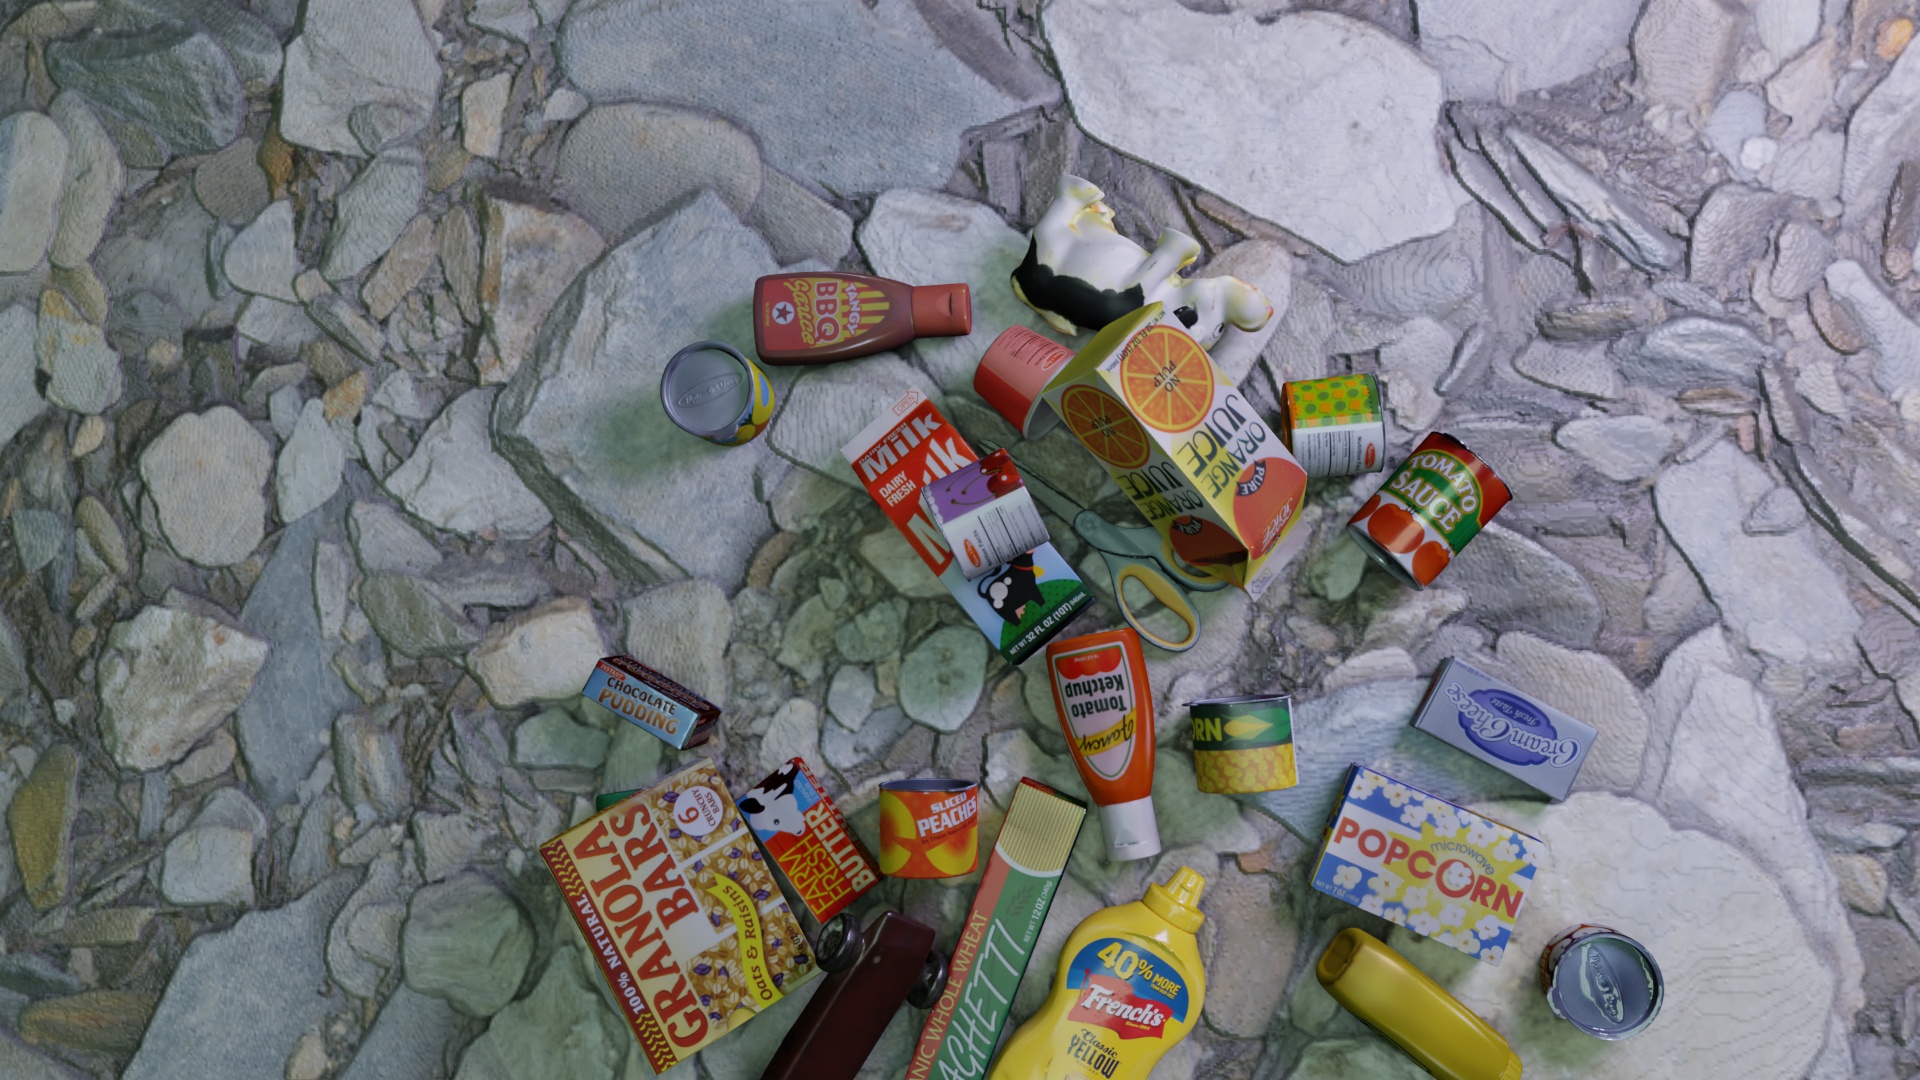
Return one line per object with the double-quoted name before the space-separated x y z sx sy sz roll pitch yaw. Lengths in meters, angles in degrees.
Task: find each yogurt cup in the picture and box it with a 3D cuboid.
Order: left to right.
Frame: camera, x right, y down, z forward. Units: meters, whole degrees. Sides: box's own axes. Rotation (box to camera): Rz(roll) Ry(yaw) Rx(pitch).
"yogurt cup" 0.046 -0.110 0.941 0.054 0.072 0.072 37 91 16

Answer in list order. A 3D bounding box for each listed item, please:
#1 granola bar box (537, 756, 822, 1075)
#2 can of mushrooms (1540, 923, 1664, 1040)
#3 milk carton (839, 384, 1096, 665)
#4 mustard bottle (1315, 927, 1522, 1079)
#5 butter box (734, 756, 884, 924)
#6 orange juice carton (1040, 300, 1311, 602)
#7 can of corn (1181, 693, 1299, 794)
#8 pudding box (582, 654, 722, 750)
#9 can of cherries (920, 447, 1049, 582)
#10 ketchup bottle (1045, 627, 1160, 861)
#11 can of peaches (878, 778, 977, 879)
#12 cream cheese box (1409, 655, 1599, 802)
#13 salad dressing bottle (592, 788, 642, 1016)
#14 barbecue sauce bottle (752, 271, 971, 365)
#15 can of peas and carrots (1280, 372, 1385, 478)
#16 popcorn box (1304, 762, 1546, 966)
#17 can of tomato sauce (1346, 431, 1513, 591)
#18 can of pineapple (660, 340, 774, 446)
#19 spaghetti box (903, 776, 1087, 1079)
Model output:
"granola bar box" -0.185 0.245 0.919 0.124 0.039 0.165 -28 89 -20
"can of mushrooms" 0.402 0.279 0.878 0.071 0.033 0.071 0 86 7
"milk carton" 0.003 -0.012 0.932 0.072 0.073 0.191 -41 82 2
"mustard bottle" 0.301 0.311 0.874 0.160 0.065 0.049 38 87 5
"butter box" -0.103 0.205 0.951 0.053 0.024 0.103 -38 82 3
"orange juice carton" 0.150 -0.053 0.893 0.192 0.073 0.072 48 66 -11
"can of corn" 0.181 0.132 0.901 0.071 0.071 0.058 -6 85 7
"pudding box" -0.212 0.112 0.960 0.084 0.049 0.030 28 91 9
"can of cherries" 0.015 -0.018 0.861 0.058 0.071 0.071 -28 83 2
"ketchup bottle" 0.101 0.135 0.922 0.064 0.043 0.149 -13 84 17
"can of peaches" -0.020 0.190 0.919 0.071 0.071 0.058 -1 86 7
"cream cheese box" 0.353 0.122 0.902 0.104 0.024 0.053 28 90 8
"salad dressing bottle" -0.223 0.246 0.954 0.064 0.044 0.147 -9 83 2
"barbecue sauce bottle" -0.068 -0.157 0.968 0.148 0.043 0.065 -2 84 6
"can of peas and carrots" 0.243 -0.076 0.913 0.059 0.071 0.071 -5 85 7
"popcorn box" 0.297 0.207 0.895 0.127 0.038 0.085 22 88 8
"can of tomato sauce" 0.301 -0.019 0.897 0.071 0.071 0.083 43 92 8
"can of pineapple" -0.168 -0.099 0.968 0.071 0.058 0.071 -1 86 7
"spaghetti box" 0.018 0.284 0.928 0.050 0.028 0.250 21 88 9
